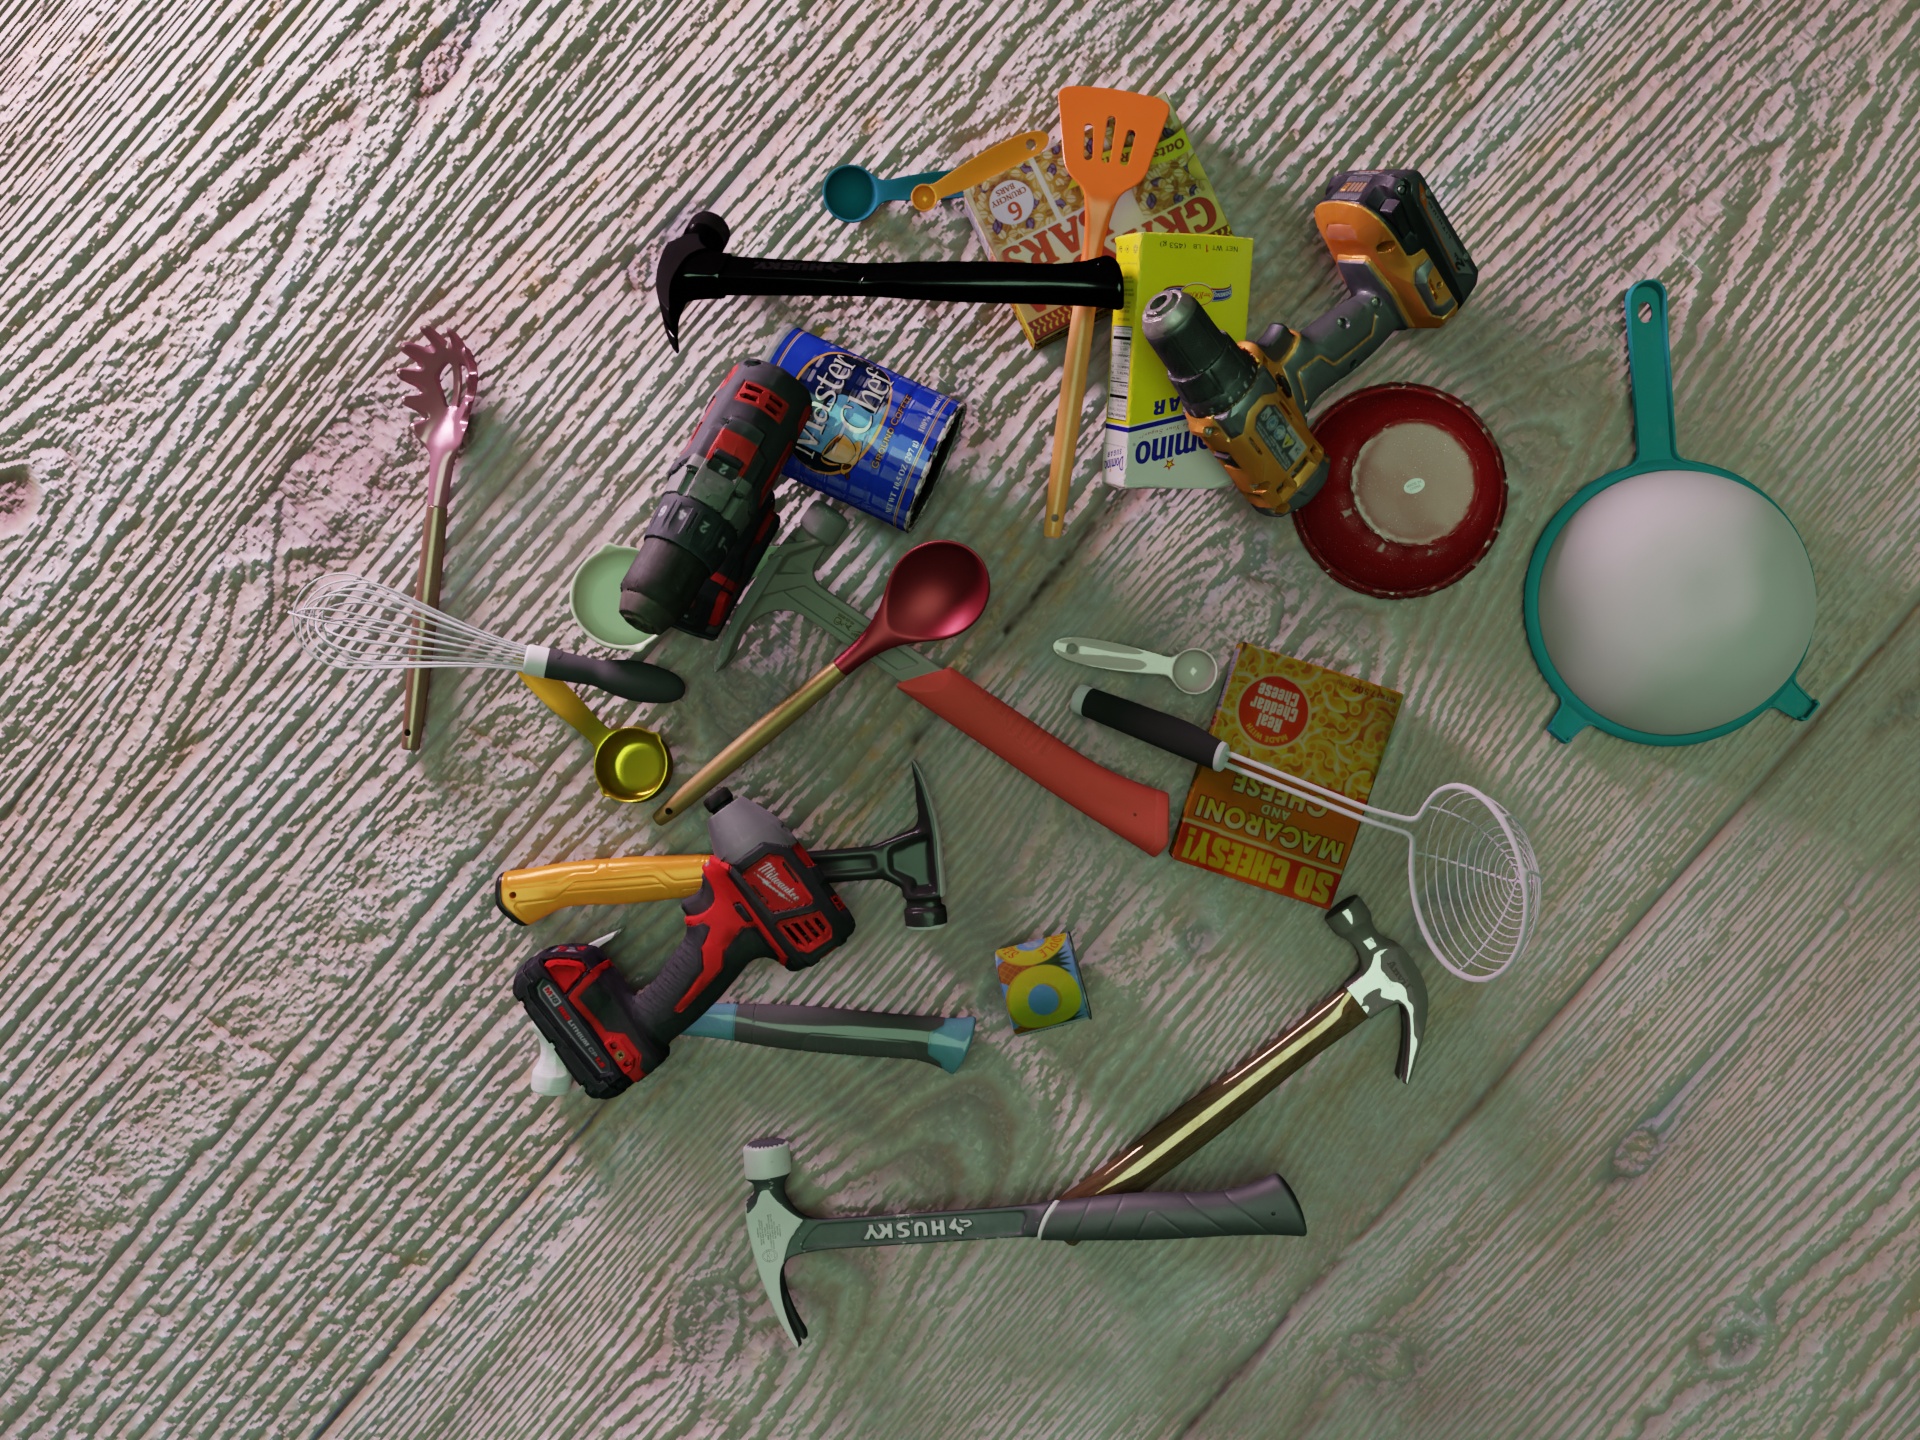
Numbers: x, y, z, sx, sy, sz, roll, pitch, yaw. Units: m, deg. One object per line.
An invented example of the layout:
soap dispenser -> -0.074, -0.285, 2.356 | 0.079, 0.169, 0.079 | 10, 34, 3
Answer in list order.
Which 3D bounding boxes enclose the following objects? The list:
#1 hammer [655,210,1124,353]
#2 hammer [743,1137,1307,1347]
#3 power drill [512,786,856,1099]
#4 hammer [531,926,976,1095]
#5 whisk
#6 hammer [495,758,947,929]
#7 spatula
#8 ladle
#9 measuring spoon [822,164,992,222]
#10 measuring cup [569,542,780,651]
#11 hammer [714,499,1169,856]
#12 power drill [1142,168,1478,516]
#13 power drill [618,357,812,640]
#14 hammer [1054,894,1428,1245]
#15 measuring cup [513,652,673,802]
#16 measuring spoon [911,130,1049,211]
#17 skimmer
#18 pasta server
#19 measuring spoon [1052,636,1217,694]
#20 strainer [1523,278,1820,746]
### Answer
hammer -> -0.052, -0.305, 1.112 | 0.335, 0.146, 0.035 | 4, 135, 10
hammer -> 0.044, 0.371, 1.161 | 0.409, 0.036, 0.149 | -5, 86, 8
power drill -> -0.200, 0.156, 1.139 | 0.219, 0.078, 0.143 | -36, 90, -1
hammer -> -0.154, 0.229, 1.193 | 0.331, 0.033, 0.128 | 5, 92, 2
whisk -> -0.343, -0.050, 1.163 | 0.284, 0.070, 0.070 | 11, 92, -12
hammer -> -0.181, 0.107, 1.191 | 0.337, 0.034, 0.127 | -6, 92, 2
spatula -> 0.089, -0.292, 1.141 | 0.081, 0.041, 0.322 | 8, 97, 0
ladle -> -0.106, -0.021, 1.154 | 0.315, 0.031, 0.069 | -39, 94, 12
measuring spoon -> -0.039, -0.395, 1.188 | 0.128, 0.021, 0.042 | -7, 96, -7
measuring cup -> -0.209, -0.102, 1.193 | 0.167, 0.038, 0.083 | -17, 90, -14
hammer -> -0.002, -0.004, 1.177 | 0.359, 0.037, 0.149 | 34, 100, 0
power drill -> 0.236, -0.281, 1.100 | 0.226, 0.084, 0.185 | -50, 122, -6
power drill -> -0.175, -0.122, 1.063 | 0.080, 0.226, 0.188 | 28, 73, -7
hammer -> 0.204, 0.280, 1.180 | 0.331, 0.031, 0.130 | -38, 89, 3
measuring cup -> -0.279, 0.002, 1.203 | 0.156, 0.029, 0.062 | 41, 90, 13
measuring spoon -> 0.014, -0.408, 1.180 | 0.117, 0.011, 0.021 | -29, 103, -9
skimmer -> 0.219, 0.057, 1.081 | 0.363, 0.090, 0.127 | 23, 125, 27
pasta server -> -0.400, -0.134, 1.194 | 0.060, 0.040, 0.316 | 8, 93, 14
measuring spoon -> 0.130, -0.045, 1.188 | 0.124, 0.018, 0.034 | 11, 92, 9
strainer -> 0.513, -0.149, 1.128 | 0.211, 0.095, 0.340 | -5, 92, 2
